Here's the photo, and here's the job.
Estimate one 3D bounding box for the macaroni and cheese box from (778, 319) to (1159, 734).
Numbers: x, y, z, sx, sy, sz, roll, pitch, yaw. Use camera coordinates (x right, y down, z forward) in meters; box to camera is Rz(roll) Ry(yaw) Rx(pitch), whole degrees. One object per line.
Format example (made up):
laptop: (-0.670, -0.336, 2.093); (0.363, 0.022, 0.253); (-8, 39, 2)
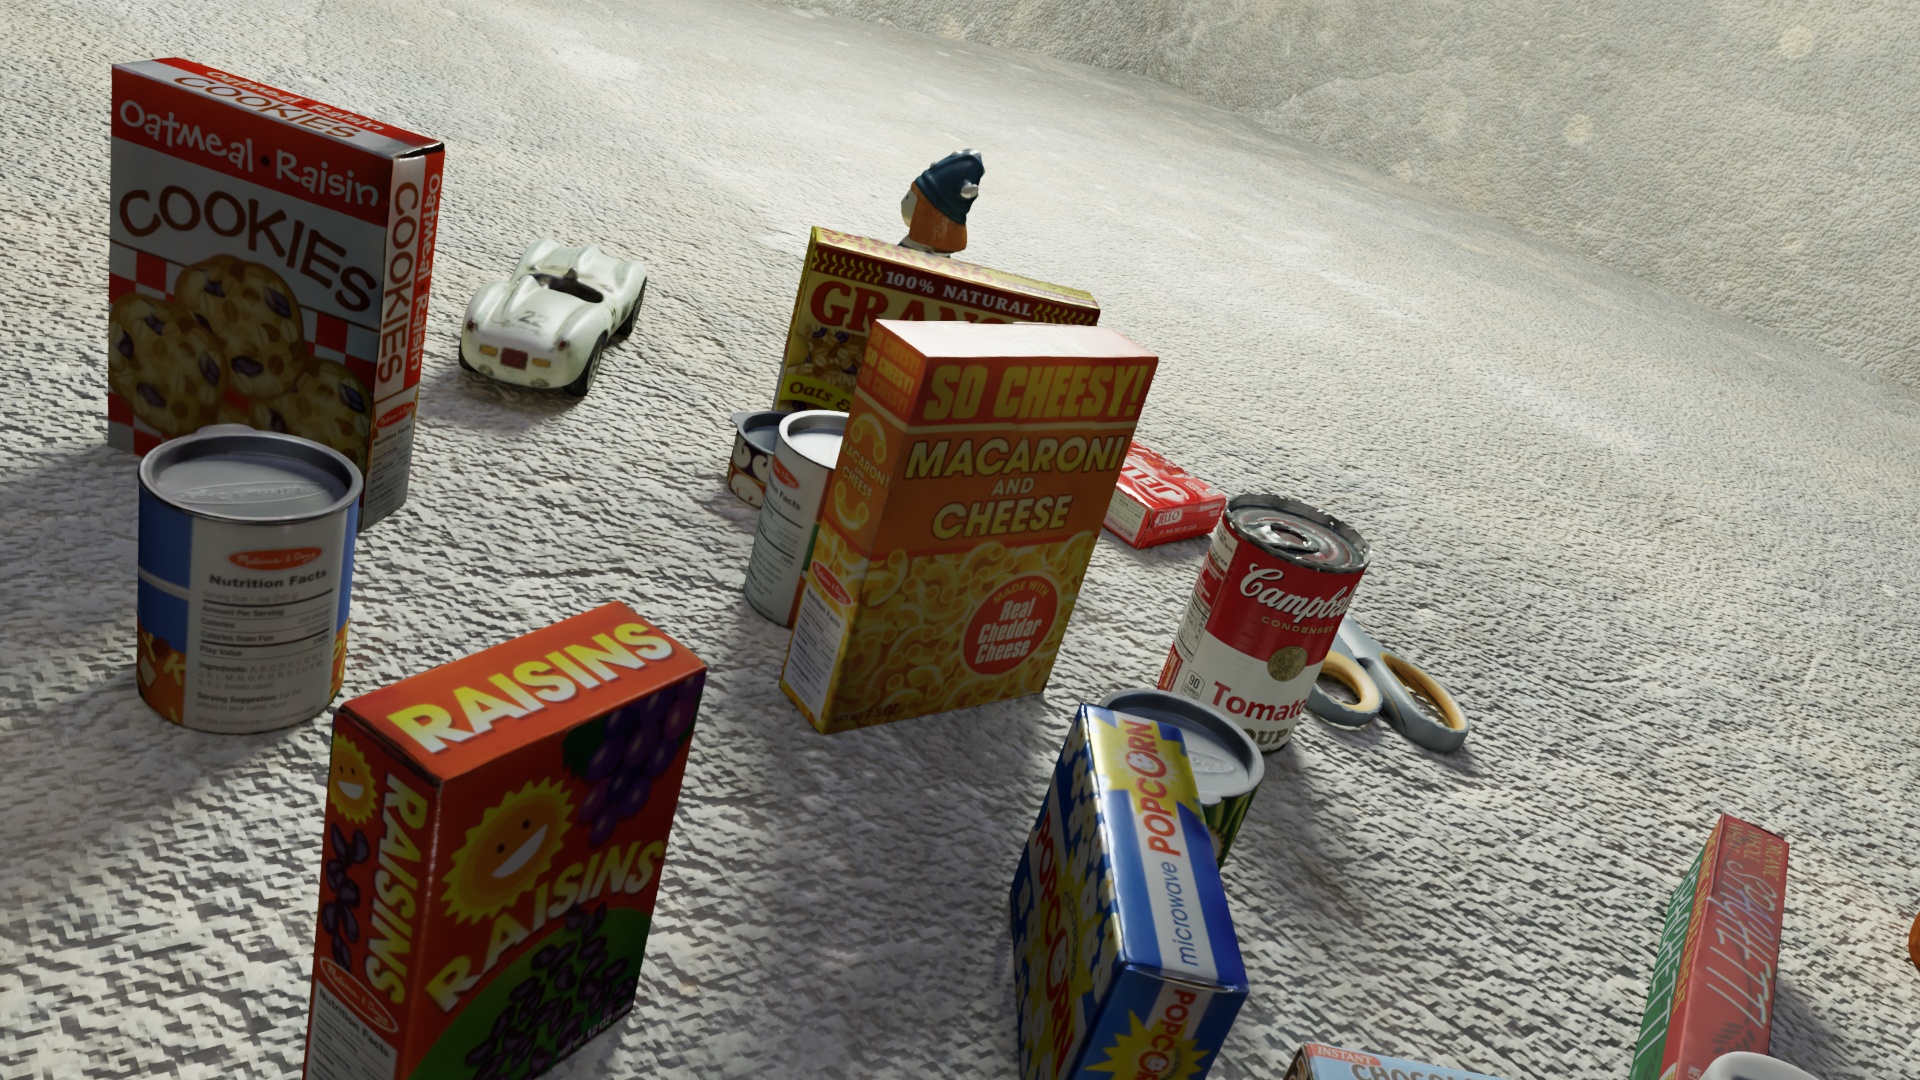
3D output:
macaroni and cheese box: (0.002, -0.007, 0.570); (0.124, 0.165, 0.040); (-5, 33, -39)

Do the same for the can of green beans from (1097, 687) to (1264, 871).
can of green beans: (0.074, 0.098, 0.526); (0.071, 0.057, 0.071); (14, 25, -6)

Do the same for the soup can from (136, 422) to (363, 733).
soup can: (-0.245, 0.012, 0.476); (0.071, 0.083, 0.071); (14, 25, -6)

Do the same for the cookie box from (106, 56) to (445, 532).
cookie box: (-0.289, -0.102, 0.583); (0.123, 0.166, 0.040); (19, 25, 4)

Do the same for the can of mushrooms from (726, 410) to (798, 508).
can of mushrooms: (-0.092, -0.042, 0.740); (0.071, 0.033, 0.071); (14, 25, -6)

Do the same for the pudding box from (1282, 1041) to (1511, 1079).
pudding box: (0.133, 0.180, 0.406); (0.084, 0.049, 0.030); (13, 25, -7)

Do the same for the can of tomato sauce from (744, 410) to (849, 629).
can of tomato sauce: (-0.057, -0.008, 0.633); (0.071, 0.082, 0.071); (14, 25, -6)

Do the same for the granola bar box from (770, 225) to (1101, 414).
granola bar box: (-0.017, -0.098, 0.795); (0.166, 0.123, 0.039); (11, 25, -12)

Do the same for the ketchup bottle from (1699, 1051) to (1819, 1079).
ketchup bottle: (0.146, 0.178, 0.301); (0.065, 0.148, 0.044); (26, 26, 20)

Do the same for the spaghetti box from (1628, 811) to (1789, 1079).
spaghetti box: (0.272, 0.172, 0.506); (0.029, 0.050, 0.251); (28, 27, 23)

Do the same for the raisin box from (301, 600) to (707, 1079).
raisin box: (-0.117, 0.086, 0.357); (0.040, 0.122, 0.086); (29, 27, 25)

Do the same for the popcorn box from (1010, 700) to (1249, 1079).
popcorn box: (0.046, 0.121, 0.430); (0.038, 0.084, 0.127); (14, 25, -7)
